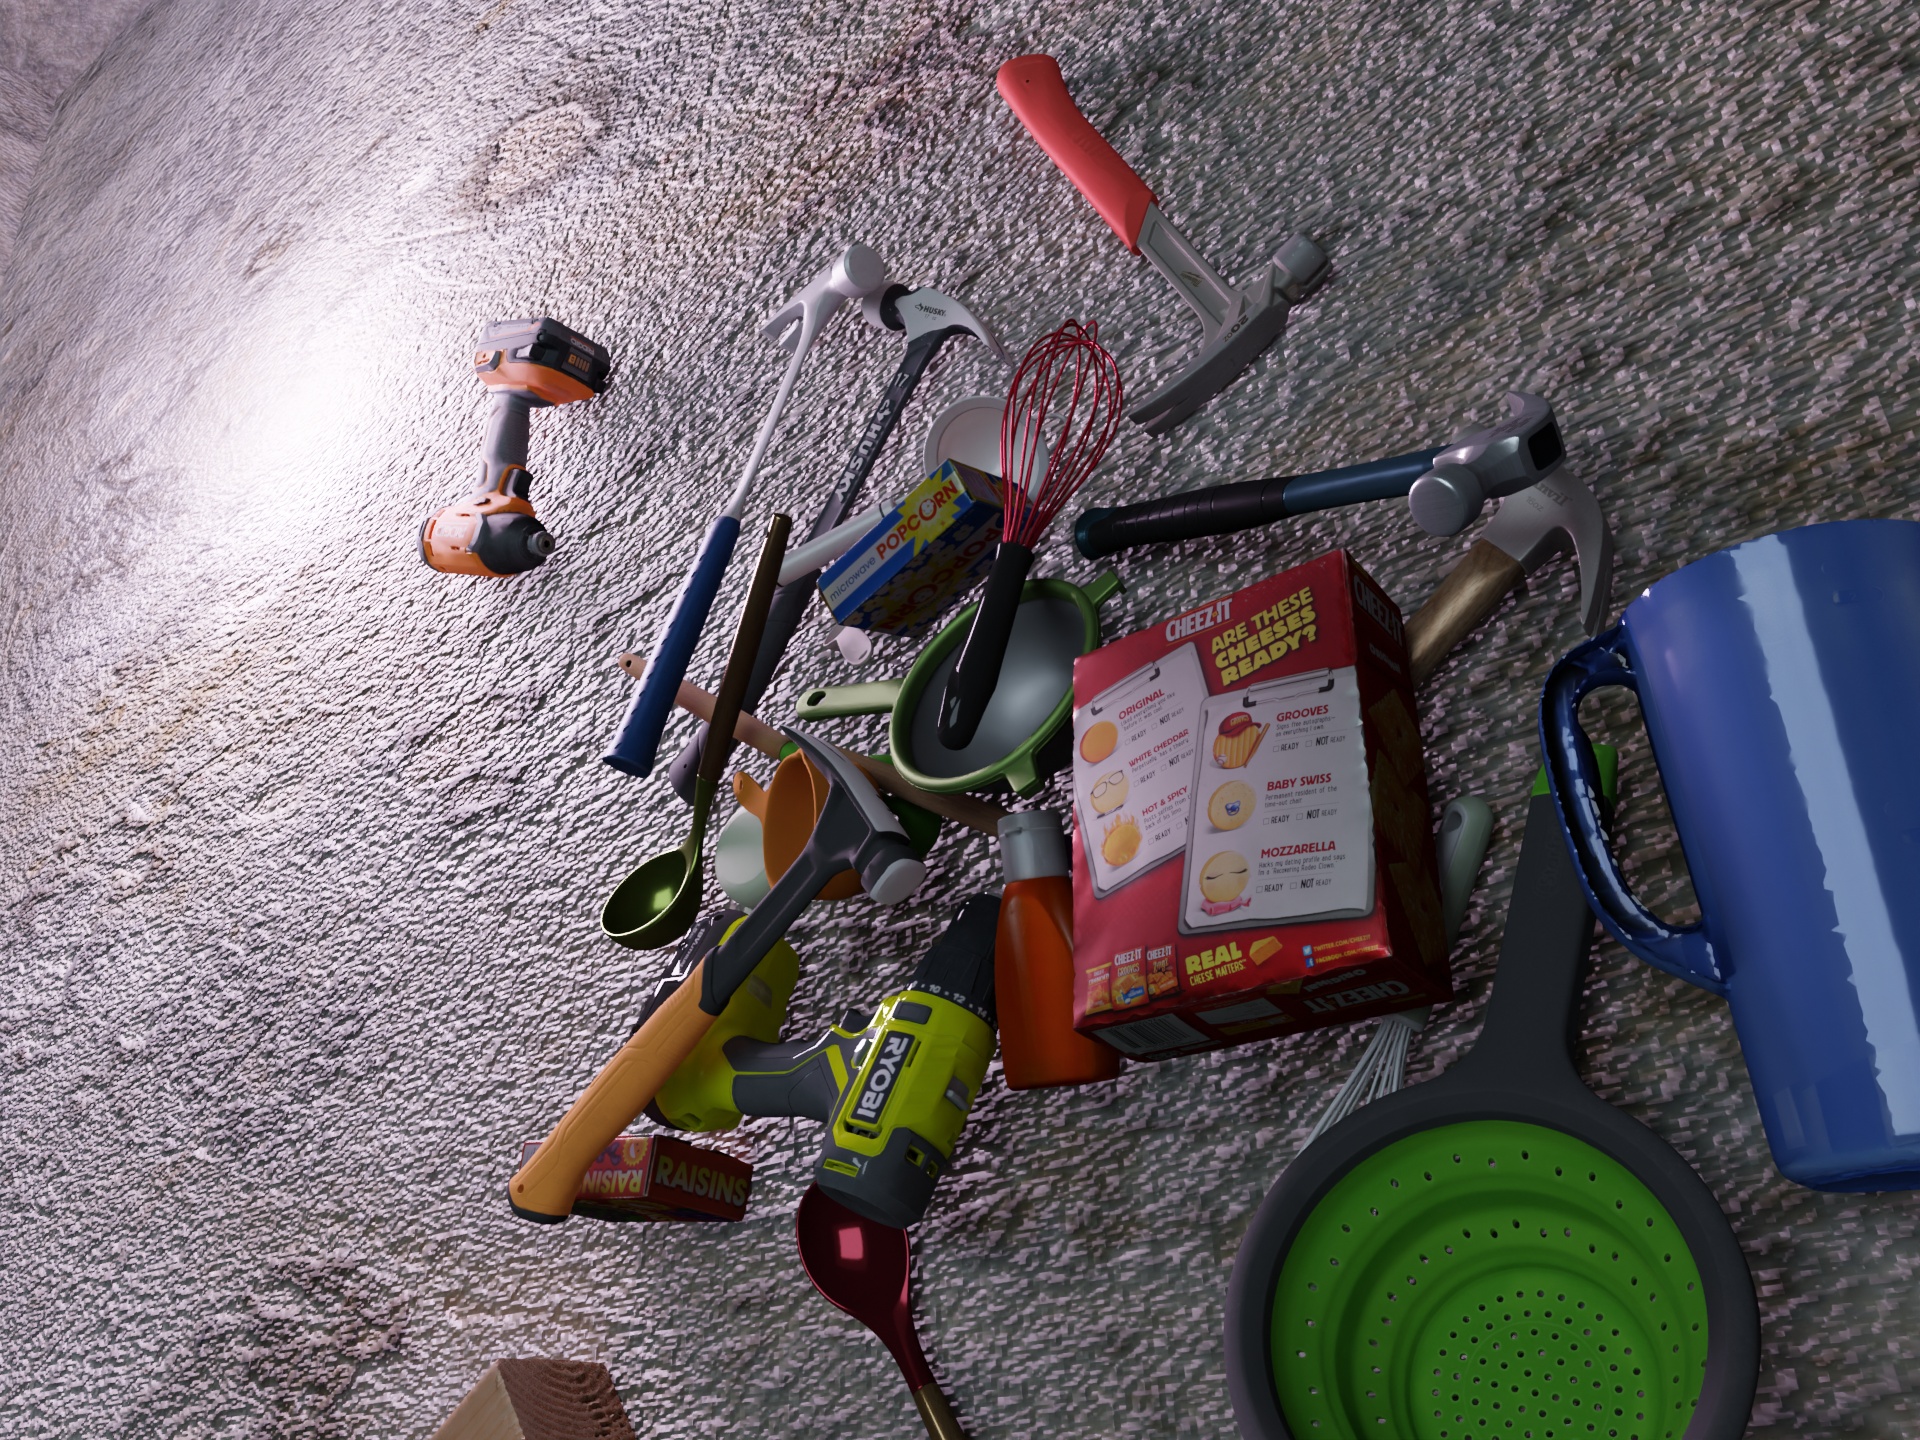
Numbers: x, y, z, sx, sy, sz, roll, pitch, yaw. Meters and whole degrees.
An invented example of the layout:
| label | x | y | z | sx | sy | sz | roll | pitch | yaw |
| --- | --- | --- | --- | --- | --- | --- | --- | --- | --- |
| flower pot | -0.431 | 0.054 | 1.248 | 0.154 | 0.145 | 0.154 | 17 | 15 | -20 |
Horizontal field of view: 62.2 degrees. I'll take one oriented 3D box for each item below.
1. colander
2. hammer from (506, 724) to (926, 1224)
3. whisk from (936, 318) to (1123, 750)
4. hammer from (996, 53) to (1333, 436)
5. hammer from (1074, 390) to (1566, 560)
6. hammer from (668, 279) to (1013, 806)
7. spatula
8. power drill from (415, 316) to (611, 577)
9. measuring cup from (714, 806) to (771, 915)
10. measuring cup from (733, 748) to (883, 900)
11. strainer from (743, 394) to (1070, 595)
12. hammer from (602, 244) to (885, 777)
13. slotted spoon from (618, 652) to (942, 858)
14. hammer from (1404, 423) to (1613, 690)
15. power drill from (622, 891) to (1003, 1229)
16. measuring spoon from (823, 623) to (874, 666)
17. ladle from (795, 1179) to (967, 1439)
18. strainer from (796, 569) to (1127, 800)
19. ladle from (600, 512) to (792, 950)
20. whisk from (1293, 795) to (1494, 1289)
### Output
| label | x | y | z | sx | sy | sz | roll | pitch | yaw |
| --- | --- | --- | --- | --- | --- | --- | --- | --- | --- |
| colander | 0.246 | 0.190 | 0.680 | 0.204 | 0.094 | 0.397 | -3 | 50 | 39 |
| hammer | -0.157 | 0.160 | 0.910 | 0.337 | 0.034 | 0.127 | -50 | 51 | 14 |
| whisk | 0.038 | -0.115 | 0.936 | 0.073 | 0.073 | 0.296 | -1 | 61 | 39 |
| hammer | 0.101 | -0.345 | 1.072 | 0.149 | 0.036 | 0.359 | -42 | 50 | 17 |
| hammer | 0.169 | -0.118 | 0.844 | 0.128 | 0.033 | 0.331 | -31 | 15 | -30 |
| hammer | -0.099 | -0.123 | 1.136 | 0.149 | 0.036 | 0.409 | 26 | 89 | 43 |
| spatula | 0.033 | 0.066 | 0.925 | 0.316 | 0.018 | 0.060 | 21 | 85 | 34 |
| power drill | -0.386 | -0.234 | 1.396 | 0.164 | 0.084 | 0.226 | 9 | 80 | 41 |
| measuring cup | -0.152 | 0.128 | 1.058 | 0.083 | 0.038 | 0.167 | 25 | 85 | 43 |
| measuring cup | -0.098 | 0.058 | 0.999 | 0.174 | 0.052 | 0.095 | -156 | 74 | -64 |
| strainer | -0.039 | -0.144 | 1.068 | 0.258 | 0.087 | 0.050 | -26 | 11 | 17 |
| hammer | -0.163 | -0.149 | 1.136 | 0.144 | 0.035 | 0.406 | -11 | 55 | 59 |
| slotted spoon | -0.135 | 0.013 | 1.076 | 0.314 | 0.031 | 0.070 | 27 | 89 | 36 |
| hammer | 0.202 | 0.003 | 0.820 | 0.331 | 0.031 | 0.130 | -49 | 48 | 7 |
| power drill | -0.077 | 0.180 | 0.939 | 0.228 | 0.080 | 0.191 | 3 | 56 | 39 |
| measuring spoon | -0.068 | -0.049 | 1.054 | 0.034 | 0.018 | 0.124 | -47 | 18 | 2 |
| ladle | -0.007 | 0.374 | 0.834 | 0.069 | 0.031 | 0.316 | -43 | 51 | 11 |
| strainer | -0.002 | -0.003 | 0.978 | 0.256 | 0.069 | 0.151 | -5 | 53 | 46 |
| ladle | -0.172 | 0.012 | 1.055 | 0.078 | 0.062 | 0.320 | -126 | 51 | -60 |
| whisk | 0.204 | 0.149 | 0.752 | 0.246 | 0.059 | 0.058 | -67 | 19 | -11 |
